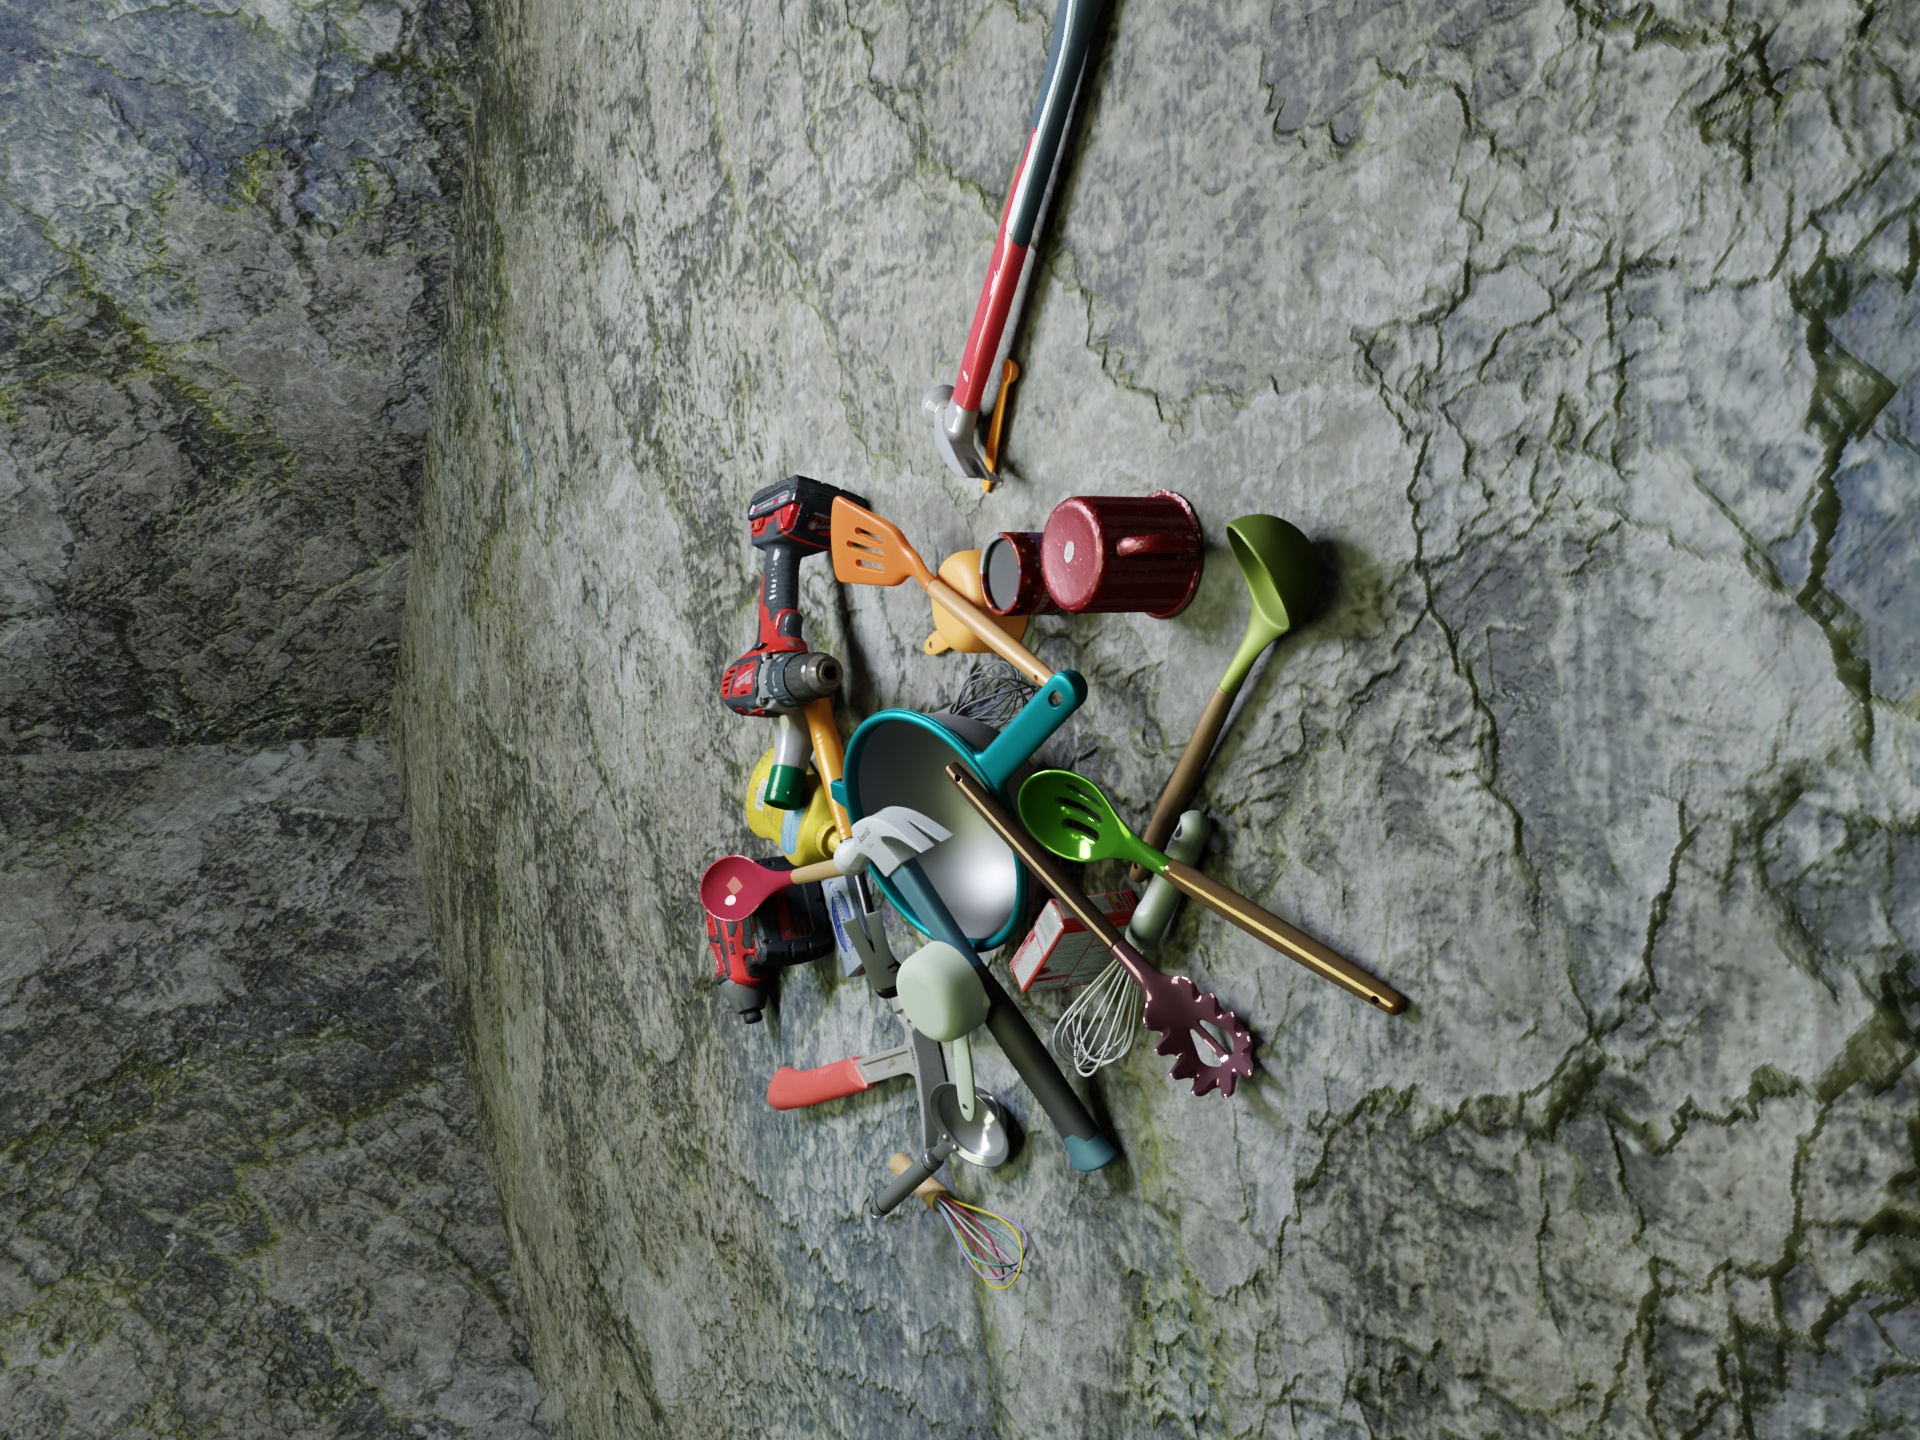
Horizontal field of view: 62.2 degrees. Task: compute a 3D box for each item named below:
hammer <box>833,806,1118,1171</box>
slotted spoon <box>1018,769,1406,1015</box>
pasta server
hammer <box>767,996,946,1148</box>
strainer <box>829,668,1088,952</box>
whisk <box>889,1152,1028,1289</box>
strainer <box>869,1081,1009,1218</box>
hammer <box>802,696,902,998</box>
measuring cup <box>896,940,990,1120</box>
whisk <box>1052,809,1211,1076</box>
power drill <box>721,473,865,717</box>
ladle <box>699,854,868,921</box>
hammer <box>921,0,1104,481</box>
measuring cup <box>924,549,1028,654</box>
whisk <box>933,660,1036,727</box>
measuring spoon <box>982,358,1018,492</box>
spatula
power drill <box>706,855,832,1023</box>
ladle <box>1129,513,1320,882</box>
[{"bbox_3d":[0.016,0.211,1.259,0.331,0.033,0.128,55,143,11],"label":"hammer"},{"bbox_3d":[0.158,0.112,1.051,0.314,0.031,0.070,30,127,39],"label":"slotted spoon"},{"bbox_3d":[0.091,0.140,1.132,0.060,0.040,0.316,-46,68,7],"label":"pasta server"},{"bbox_3d":[-0.111,0.369,1.605,0.359,0.036,0.149,-34,64,56],"label":"hammer"},{"bbox_3d":[0.033,0.044,1.249,0.211,0.095,0.340,55,141,12],"label":"strainer"},{"bbox_3d":[-0.009,0.444,1.429,0.245,0.051,0.047,15,112,62],"label":"whisk"},{"bbox_3d":[-0.020,0.384,1.411,0.087,0.050,0.258,47,130,10],"label":"strainer"},{"bbox_3d":[-0.109,0.086,1.469,0.127,0.034,0.337,73,179,-51],"label":"hammer"},{"bbox_3d":[-0.013,0.256,1.260,0.083,0.038,0.167,18,123,45],"label":"measuring cup"},{"bbox_3d":[0.128,0.165,1.159,0.058,0.059,0.246,-89,17,-60],"label":"whisk"},{"bbox_3d":[-0.155,-0.115,1.528,0.188,0.080,0.227,-7,71,57],"label":"power drill"},{"bbox_3d":[-0.145,0.148,1.561,0.315,0.031,0.069,-16,77,40],"label":"ladle"},{"bbox_3d":[0.049,-0.377,1.227,0.143,0.038,0.386,-114,36,-52],"label":"hammer"},{"bbox_3d":[-0.008,-0.087,1.357,0.173,0.052,0.095,-29,68,55],"label":"measuring cup"},{"bbox_3d":[-0.003,-0.003,1.366,0.239,0.055,0.055,151,112,-63],"label":"whisk"},{"bbox_3d":[0.033,-0.242,1.317,0.021,0.011,0.116,-118,33,-53],"label":"measuring spoon"},{"bbox_3d":[-0.017,-0.095,1.283,0.323,0.041,0.081,42,139,49],"label":"spatula"},{"bbox_3d":[-0.219,0.242,1.744,0.219,0.078,0.143,-46,54,56],"label":"power drill"},{"bbox_3d":[0.161,-0.001,1.072,0.078,0.062,0.320,62,145,41],"label":"ladle"}]
